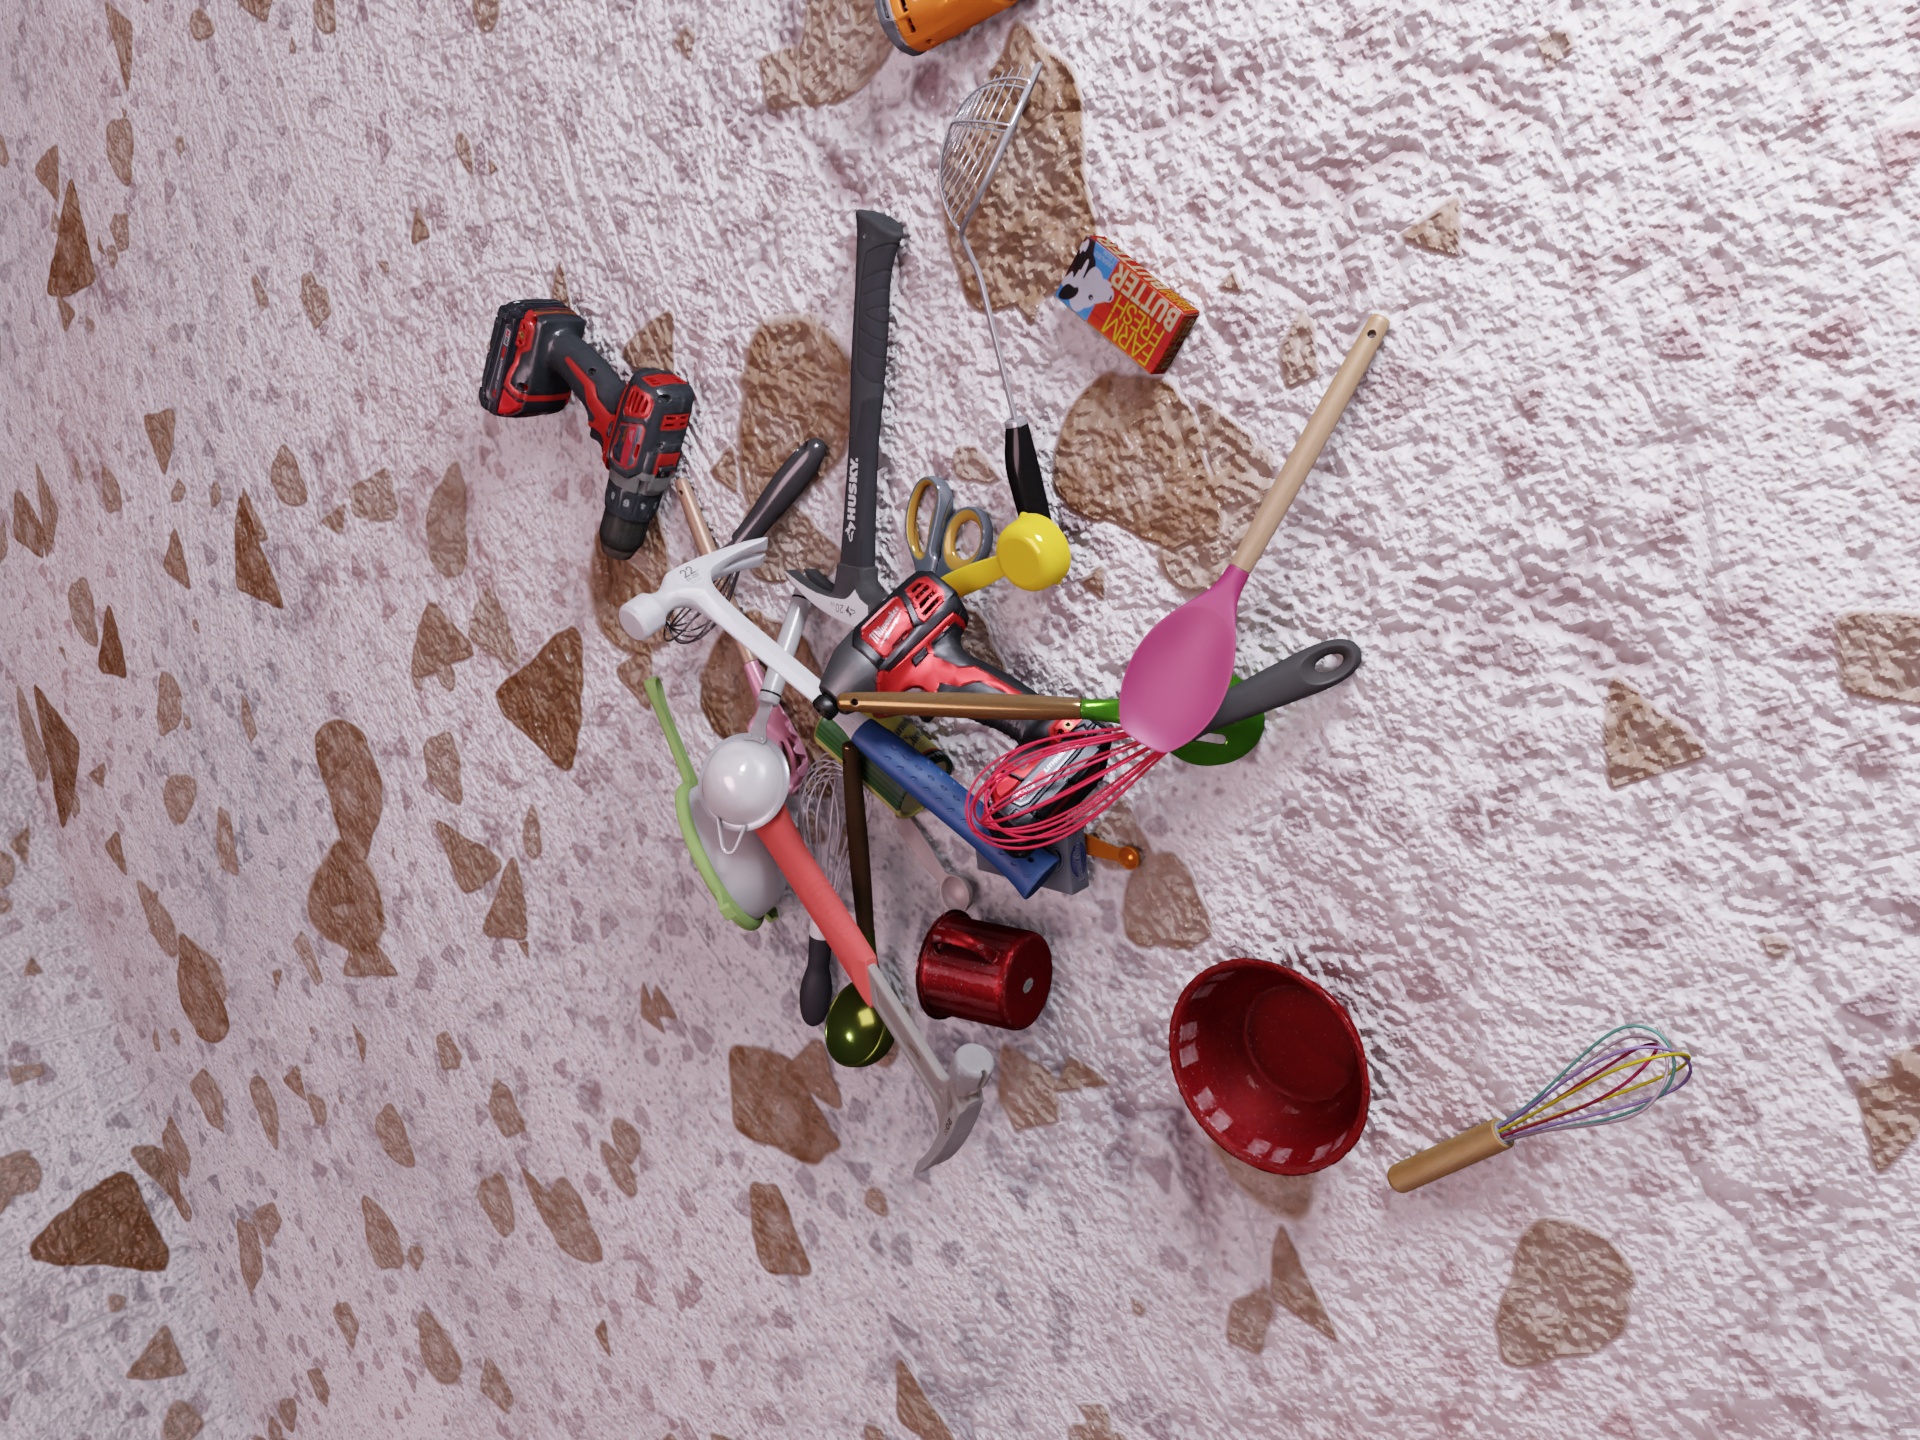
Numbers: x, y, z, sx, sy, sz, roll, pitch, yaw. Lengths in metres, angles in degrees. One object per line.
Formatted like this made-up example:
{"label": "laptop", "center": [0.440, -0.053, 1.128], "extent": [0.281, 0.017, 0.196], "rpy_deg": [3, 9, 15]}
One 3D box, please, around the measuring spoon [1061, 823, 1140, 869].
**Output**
{"label": "measuring spoon", "center": [0.097, 0.095, 1.266], "extent": [0.117, 0.011, 0.021], "rpy_deg": [17, 118, 40]}

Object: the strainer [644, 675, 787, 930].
{"label": "strainer", "center": [-0.217, 0.065, 1.463], "extent": [0.069, 0.151, 0.256], "rpy_deg": [-26, 78, 5]}

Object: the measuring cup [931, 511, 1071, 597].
{"label": "measuring cup", "center": [0.021, -0.114, 1.232], "extent": [0.156, 0.029, 0.062], "rpy_deg": [-18, 103, 47]}

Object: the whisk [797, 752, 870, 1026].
{"label": "whisk", "center": [-0.122, 0.159, 1.434], "extent": [0.070, 0.070, 0.284], "rpy_deg": [25, 120, 33]}

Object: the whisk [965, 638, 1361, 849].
{"label": "whisk", "center": [0.139, 0.013, 1.103], "extent": [0.296, 0.073, 0.073], "rpy_deg": [-25, 83, 8]}

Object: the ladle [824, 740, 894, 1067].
{"label": "ladle", "center": [-0.094, 0.163, 1.367], "extent": [0.078, 0.062, 0.320], "rpy_deg": [33, 134, 47]}

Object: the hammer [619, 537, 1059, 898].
{"label": "hammer", "center": [-0.084, -0.003, 1.288], "extent": [0.406, 0.144, 0.035], "rpy_deg": [39, 145, 15]}

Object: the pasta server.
{"label": "pasta server", "center": [-0.206, -0.077, 1.457], "extent": [0.060, 0.040, 0.316], "rpy_deg": [-25, 83, 30]}

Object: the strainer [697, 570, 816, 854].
{"label": "strainer", "center": [-0.170, -0.012, 1.371], "extent": [0.087, 0.050, 0.258], "rpy_deg": [12, 75, 20]}

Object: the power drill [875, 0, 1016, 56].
{"label": "power drill", "center": [-0.007, -0.618, 1.135], "extent": [0.164, 0.084, 0.226], "rpy_deg": [-9, 99, 40]}

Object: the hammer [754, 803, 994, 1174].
{"label": "hammer", "center": [-0.093, 0.194, 1.319], "extent": [0.359, 0.036, 0.149], "rpy_deg": [53, 140, 30]}

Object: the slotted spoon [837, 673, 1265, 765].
{"label": "slotted spoon", "center": [0.062, -0.007, 1.159], "extent": [0.314, 0.031, 0.070], "rpy_deg": [2, 90, 11]}

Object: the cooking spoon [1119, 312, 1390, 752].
{"label": "cooking spoon", "center": [0.198, -0.123, 1.052], "extent": [0.069, 0.017, 0.319], "rpy_deg": [31, 99, 17]}

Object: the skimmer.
{"label": "skimmer", "center": [0.056, -0.286, 1.173], "extent": [0.090, 0.127, 0.363], "rpy_deg": [-13, 107, 5]}

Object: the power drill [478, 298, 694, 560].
{"label": "power drill", "center": [-0.355, -0.278, 1.510], "extent": [0.227, 0.080, 0.187], "rpy_deg": [37, 122, 24]}

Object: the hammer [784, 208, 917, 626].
{"label": "hammer", "center": [-0.082, -0.245, 1.308], "extent": [0.146, 0.035, 0.334], "rpy_deg": [18, 109, 44]}

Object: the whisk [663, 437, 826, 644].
{"label": "whisk", "center": [-0.192, -0.156, 1.402], "extent": [0.239, 0.055, 0.055], "rpy_deg": [-48, 69, 23]}

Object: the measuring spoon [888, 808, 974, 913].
{"label": "measuring spoon", "center": [-0.025, 0.114, 1.370], "extent": [0.124, 0.018, 0.034], "rpy_deg": [53, 130, 26]}

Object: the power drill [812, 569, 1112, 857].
{"label": "power drill", "center": [-0.002, -0.004, 1.223], "extent": [0.220, 0.143, 0.078], "rpy_deg": [41, 163, 16]}

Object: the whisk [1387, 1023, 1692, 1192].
{"label": "whisk", "center": [0.374, 0.264, 1.054], "extent": [0.245, 0.047, 0.051], "rpy_deg": [-43, 74, 41]}
